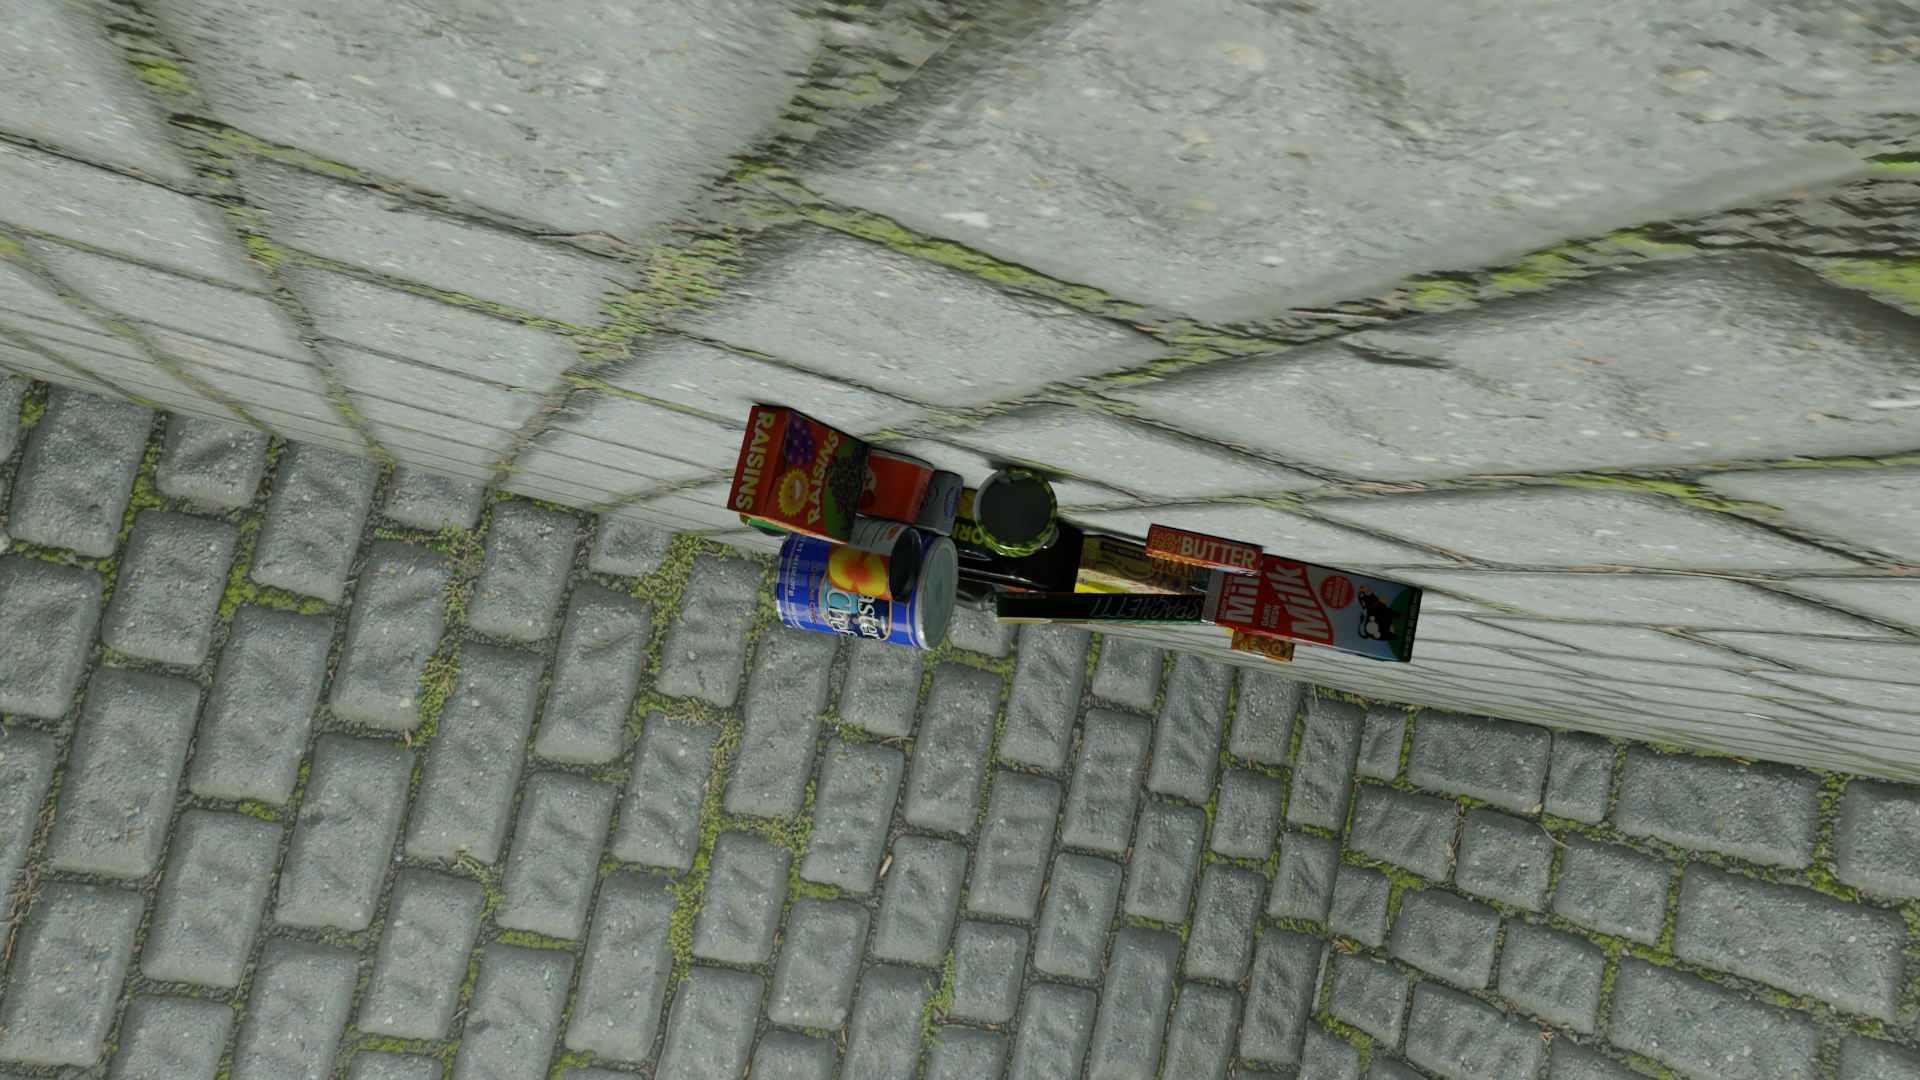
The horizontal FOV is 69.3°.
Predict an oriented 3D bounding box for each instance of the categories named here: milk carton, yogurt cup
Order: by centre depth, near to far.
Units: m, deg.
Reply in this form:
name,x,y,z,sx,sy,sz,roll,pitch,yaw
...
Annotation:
name,x,y,z,sx,sy,sz,roll,pitch,yaw
yogurt cup,-0.061,-0.044,1.187,0.072,0.054,0.072,12,175,1
milk carton,0.327,0.062,1.314,0.191,0.072,0.073,13,175,-1

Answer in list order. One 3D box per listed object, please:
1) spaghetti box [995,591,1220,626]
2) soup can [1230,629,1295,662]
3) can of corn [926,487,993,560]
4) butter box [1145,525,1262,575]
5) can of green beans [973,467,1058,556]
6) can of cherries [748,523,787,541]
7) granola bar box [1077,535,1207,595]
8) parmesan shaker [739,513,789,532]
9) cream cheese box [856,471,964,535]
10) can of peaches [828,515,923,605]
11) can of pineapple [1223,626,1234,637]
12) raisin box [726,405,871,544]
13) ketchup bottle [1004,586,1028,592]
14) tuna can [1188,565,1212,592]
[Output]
name,x,y,z,sx,sy,sz,roll,pitch,yaw
spaghetti box,0.160,0.068,1.383,0.250,0.029,0.050,1,171,1
soup can,0.325,0.081,1.459,0.071,0.084,0.071,12,174,1
can of corn,0.005,-0.016,1.309,0.071,0.058,0.071,13,175,1
butter box,0.220,0.010,1.266,0.103,0.024,0.053,12,175,7
can of green beans,0.044,-0.022,1.105,0.071,0.071,0.058,12,174,4
can of cherries,-0.203,-0.032,1.591,0.071,0.071,0.058,11,175,12
granola bar box,0.191,0.032,1.501,0.166,0.039,0.124,15,175,-21
parmesan shaker,-0.171,-0.036,1.444,0.103,0.071,0.071,15,174,-22
cream cheese box,-0.048,-0.037,1.236,0.104,0.053,0.024,8,171,37
can of peaches,-0.071,0.017,1.172,0.058,0.071,0.071,11,174,21
can of pineapple,0.339,0.087,1.580,0.071,0.071,0.058,15,174,-23
raisin box,-0.125,-0.050,1.100,0.040,0.086,0.123,11,175,30
ketchup bottle,0.016,0.005,1.526,0.149,0.064,0.044,20,-157,11
tuna can,0.268,0.038,1.412,0.071,0.033,0.071,12,175,1
